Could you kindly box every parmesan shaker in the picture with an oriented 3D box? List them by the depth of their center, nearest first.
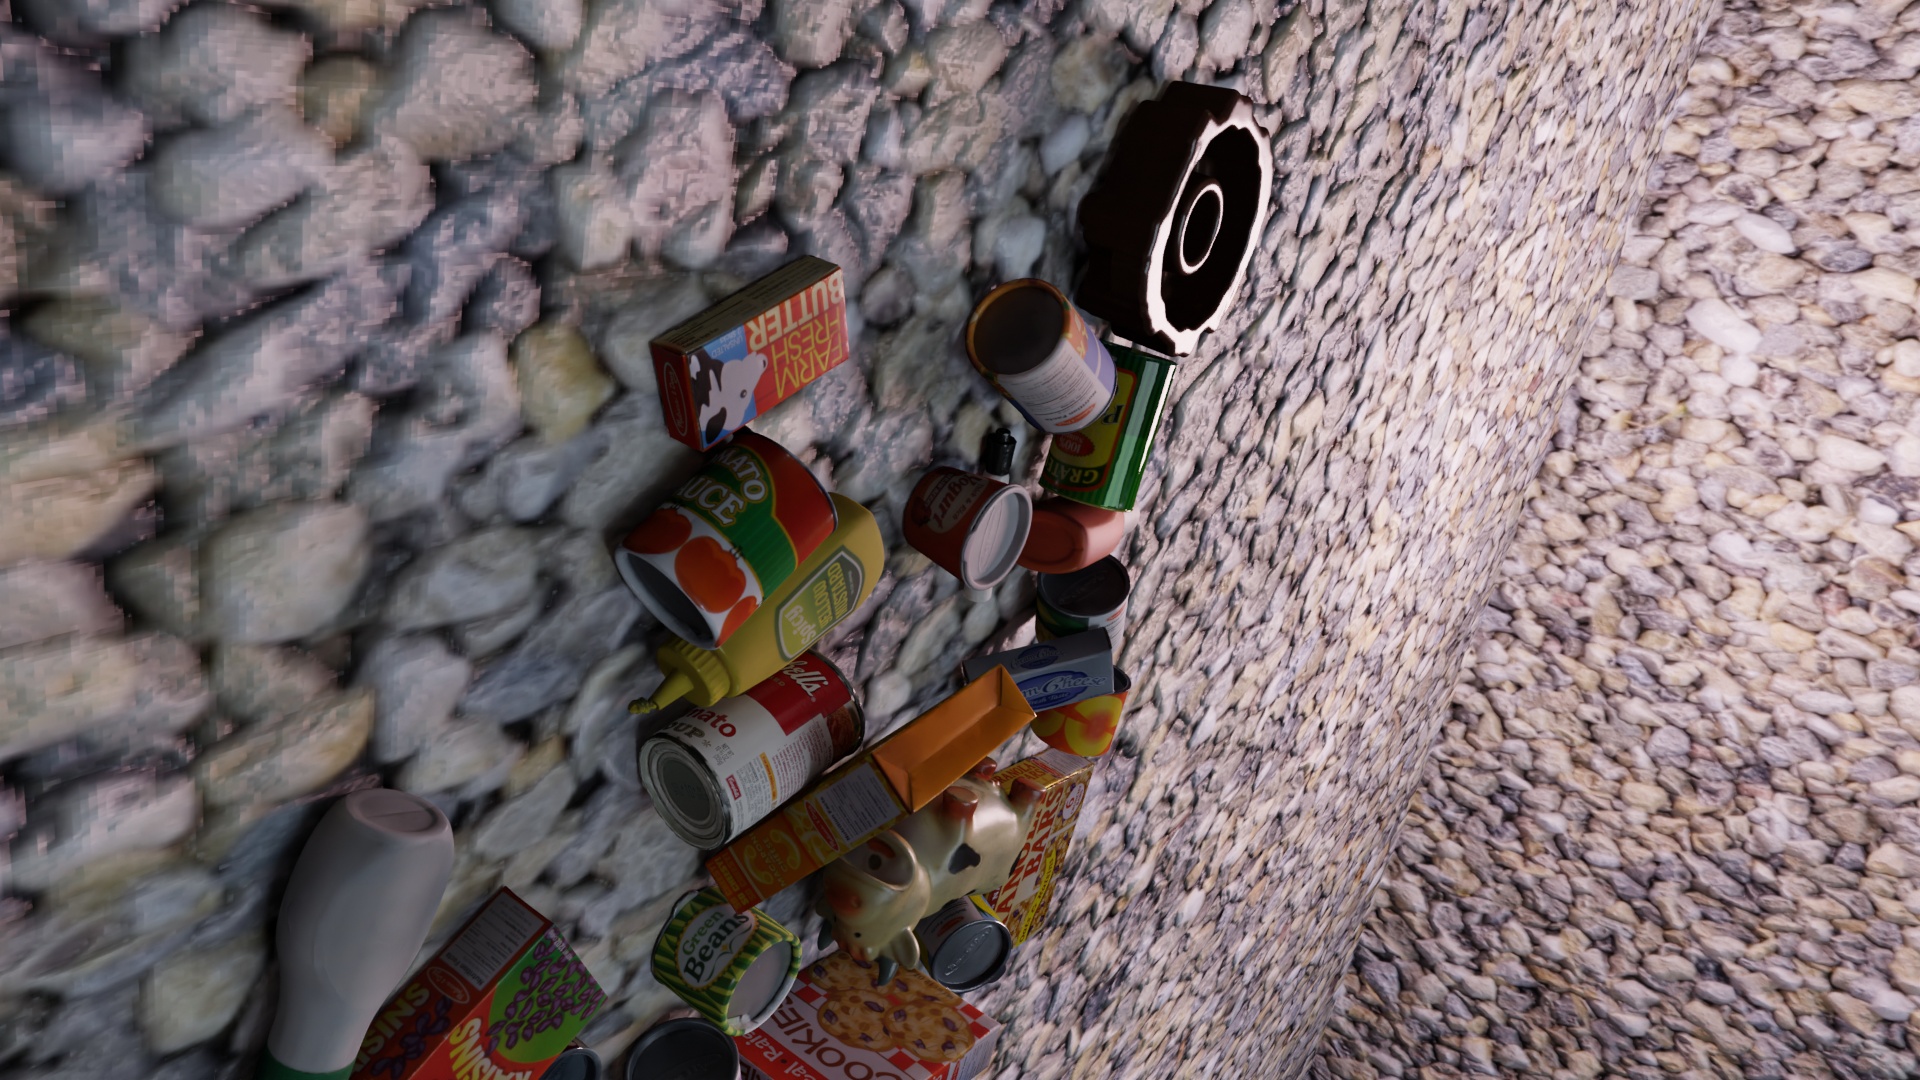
[{"bbox_3d":[0.096,-0.078,0.924,0.071,0.071,0.103,-3,111,-58],"label":"parmesan shaker"}]

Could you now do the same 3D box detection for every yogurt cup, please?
[{"bbox_3d":[0.003,-0.010,0.836,0.073,0.054,0.072,-38,142,-38],"label":"yogurt cup"}]

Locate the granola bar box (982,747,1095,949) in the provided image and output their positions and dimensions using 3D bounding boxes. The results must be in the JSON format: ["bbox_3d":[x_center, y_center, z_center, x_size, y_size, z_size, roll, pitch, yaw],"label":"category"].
[{"bbox_3d":[0.043,0.258,1.124,0.124,0.039,0.165,-10,120,-55],"label":"granola bar box"}]

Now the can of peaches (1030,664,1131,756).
[{"bbox_3d":[0.090,0.126,1.075,0.071,0.071,0.057,-14,124,-54],"label":"can of peaches"}]

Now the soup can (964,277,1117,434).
[{"bbox_3d":[0.047,-0.110,0.823,0.071,0.071,0.083,-62,150,-5],"label":"soup can"}]

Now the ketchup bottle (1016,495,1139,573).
[{"bbox_3d":[0.085,-0.011,0.965,0.149,0.065,0.043,-19,118,-63],"label":"ketchup bottle"}]

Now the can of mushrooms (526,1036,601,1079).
[{"bbox_3d":[-0.221,0.285,0.721,0.071,0.033,0.070,-38,141,-39],"label":"can of mushrooms"}]

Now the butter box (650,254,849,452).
[{"bbox_3d":[-0.095,-0.089,0.647,0.104,0.024,0.052,-39,142,-37],"label":"butter box"}]

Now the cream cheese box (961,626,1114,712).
[{"bbox_3d":[0.056,0.096,0.973,0.104,0.024,0.053,-13,138,-2],"label":"cream cheese box"}]

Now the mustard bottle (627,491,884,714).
[{"bbox_3d":[-0.105,0.040,0.705,0.161,0.049,0.065,-43,143,-33],"label":"mustard bottle"}]

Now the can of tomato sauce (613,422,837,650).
[{"bbox_3d":[-0.110,-0.002,0.648,0.083,0.071,0.070,-48,147,-26],"label":"can of tomato sauce"}]

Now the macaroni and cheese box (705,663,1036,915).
[{"bbox_3d":[-0.052,0.140,0.783,0.165,0.040,0.124,-37,174,38],"label":"macaroni and cheese box"}]

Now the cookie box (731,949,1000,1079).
[{"bbox_3d":[-0.072,0.333,0.909,0.168,0.123,0.040,-12,121,-55],"label":"cookie box"}]

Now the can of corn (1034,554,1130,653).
[{"bbox_3d":[0.085,0.046,1.002,0.071,0.071,0.058,-43,150,-33],"label":"can of corn"}]

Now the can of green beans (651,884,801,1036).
[{"bbox_3d":[-0.134,0.243,0.804,0.071,0.058,0.071,-38,141,-39],"label":"can of green beans"}]

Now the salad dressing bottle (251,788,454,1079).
[{"bbox_3d":[-0.256,0.177,0.572,0.064,0.044,0.147,8,106,-62],"label":"salad dressing bottle"}]

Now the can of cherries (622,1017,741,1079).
[{"bbox_3d":[-0.161,0.327,0.814,0.072,0.071,0.058,-36,141,-40],"label":"can of cherries"}]

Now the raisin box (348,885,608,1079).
[{"bbox_3d":[-0.235,0.239,0.657,0.124,0.040,0.085,-48,148,-29],"label":"raisin box"}]

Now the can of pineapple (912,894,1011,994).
[{"bbox_3d":[-0.003,0.293,1.033,0.071,0.058,0.070,-12,119,-23],"label":"can of pineapple"}]
